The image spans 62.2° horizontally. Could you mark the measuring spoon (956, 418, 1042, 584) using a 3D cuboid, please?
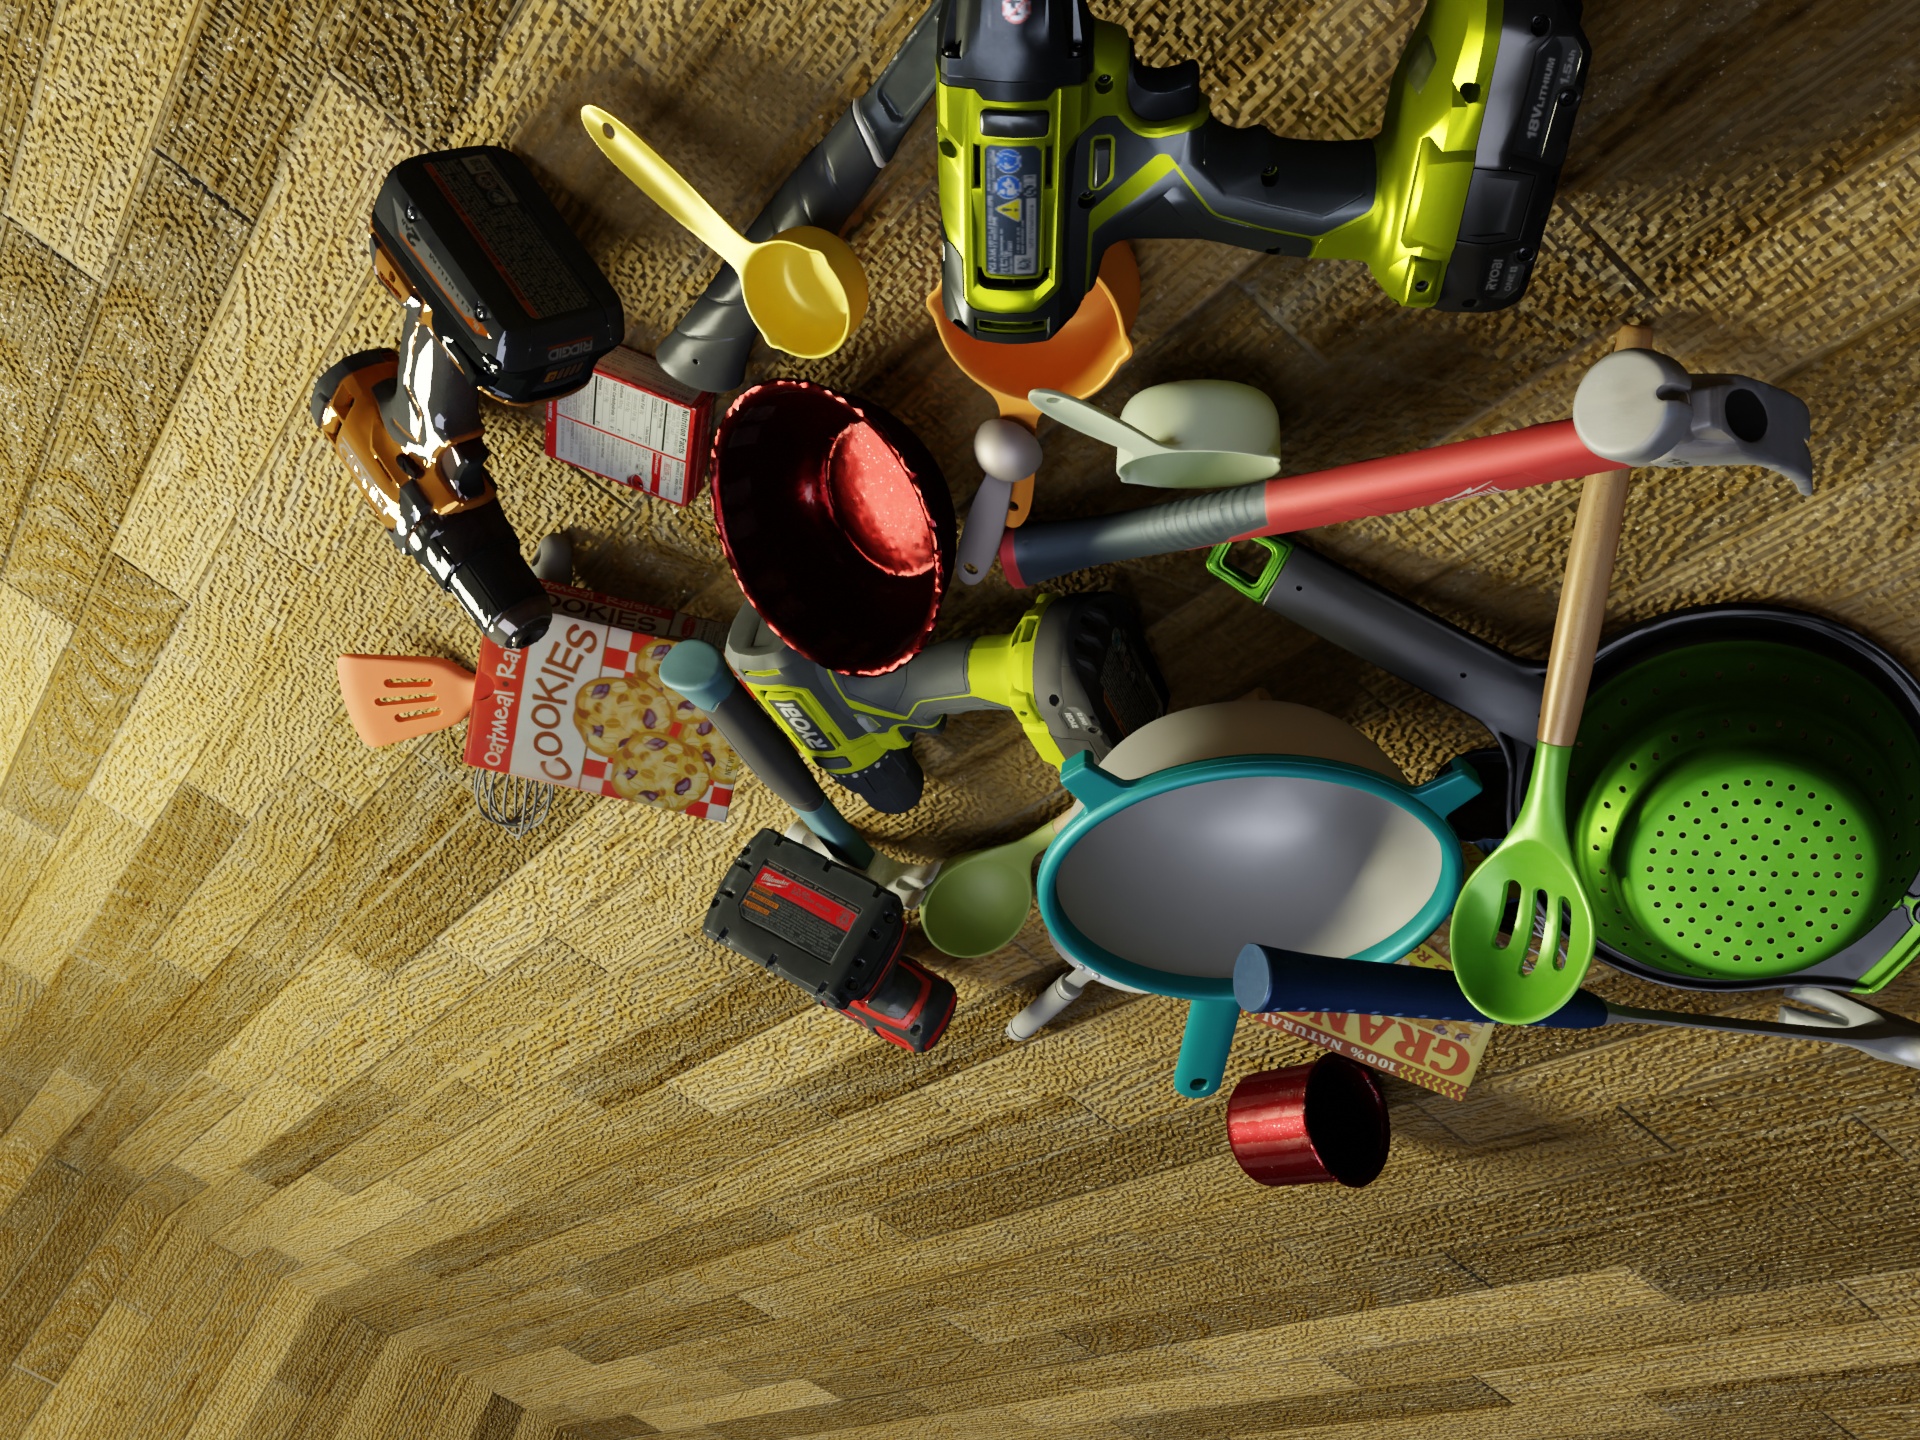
[{"bbox_3d":[0.012,-0.101,0.788,0.034,0.018,0.124,26,147,5],"label":"measuring spoon"}]

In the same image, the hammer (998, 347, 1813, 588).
[{"bbox_3d":[0.165,-0.097,0.716,0.143,0.038,0.386,2,176,-39],"label":"hammer"}]

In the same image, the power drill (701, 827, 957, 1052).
[{"bbox_3d":[-0.104,0.151,1.099,0.188,0.080,0.226,25,164,18],"label":"power drill"}]

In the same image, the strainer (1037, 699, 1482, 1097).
[{"bbox_3d":[0.145,0.094,0.874,0.211,0.095,0.340,1,141,1],"label":"strainer"}]

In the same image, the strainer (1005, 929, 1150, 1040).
[{"bbox_3d":[0.080,0.183,1.128,0.087,0.050,0.258,32,145,-2],"label":"strainer"}]

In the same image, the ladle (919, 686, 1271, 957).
[{"bbox_3d":[0.079,0.067,0.981,0.078,0.062,0.320,21,143,-27],"label":"ladle"}]

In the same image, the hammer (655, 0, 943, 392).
[{"bbox_3d":[-0.032,-0.268,0.680,0.149,0.036,0.409,37,138,-15],"label":"hammer"}]

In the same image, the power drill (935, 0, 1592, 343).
[{"bbox_3d":[0.103,-0.225,0.589,0.223,0.080,0.171,0,137,2],"label":"power drill"}]

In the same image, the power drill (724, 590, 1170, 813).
[{"bbox_3d":[-0.001,-0.003,0.926,0.228,0.080,0.190,0,146,28],"label":"power drill"}]

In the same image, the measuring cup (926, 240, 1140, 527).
[{"bbox_3d":[0.035,-0.167,0.751,0.095,0.052,0.173,16,144,8],"label":"measuring cup"}]

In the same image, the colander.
[{"bbox_3d":[0.293,0.014,0.756,0.397,0.094,0.204,29,113,7],"label":"colander"}]

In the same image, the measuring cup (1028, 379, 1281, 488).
[{"bbox_3d":[0.083,-0.138,0.705,0.083,0.038,0.167,-3,173,39],"label":"measuring cup"}]

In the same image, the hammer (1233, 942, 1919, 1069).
[{"bbox_3d":[0.334,0.151,0.827,0.405,0.035,0.144,8,-176,-13],"label":"hammer"}]

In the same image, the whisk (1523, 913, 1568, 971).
[{"bbox_3d":[0.234,0.111,0.970,0.284,0.070,0.070,18,140,13],"label":"whisk"}]

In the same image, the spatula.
[{"bbox_3d":[-0.266,0.001,1.079,0.322,0.041,0.081,9,129,13],"label":"spatula"}]

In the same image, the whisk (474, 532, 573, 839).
[{"bbox_3d":[-0.277,-0.019,1.029,0.055,0.055,0.238,21,123,2],"label":"whisk"}]

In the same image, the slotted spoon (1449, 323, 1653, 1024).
[{"bbox_3d":[0.271,-0.015,0.706,0.070,0.031,0.313,20,110,46],"label":"slotted spoon"}]

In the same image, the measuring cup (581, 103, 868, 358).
[{"bbox_3d":[-0.105,-0.229,0.722,0.156,0.029,0.062,42,139,-1],"label":"measuring cup"}]

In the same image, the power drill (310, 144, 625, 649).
[{"bbox_3d":[-0.251,-0.155,0.826,0.185,0.084,0.226,54,139,7],"label":"power drill"}]

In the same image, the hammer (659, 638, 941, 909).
[{"bbox_3d":[-0.100,0.040,0.955,0.128,0.033,0.330,22,162,24],"label":"hammer"}]
